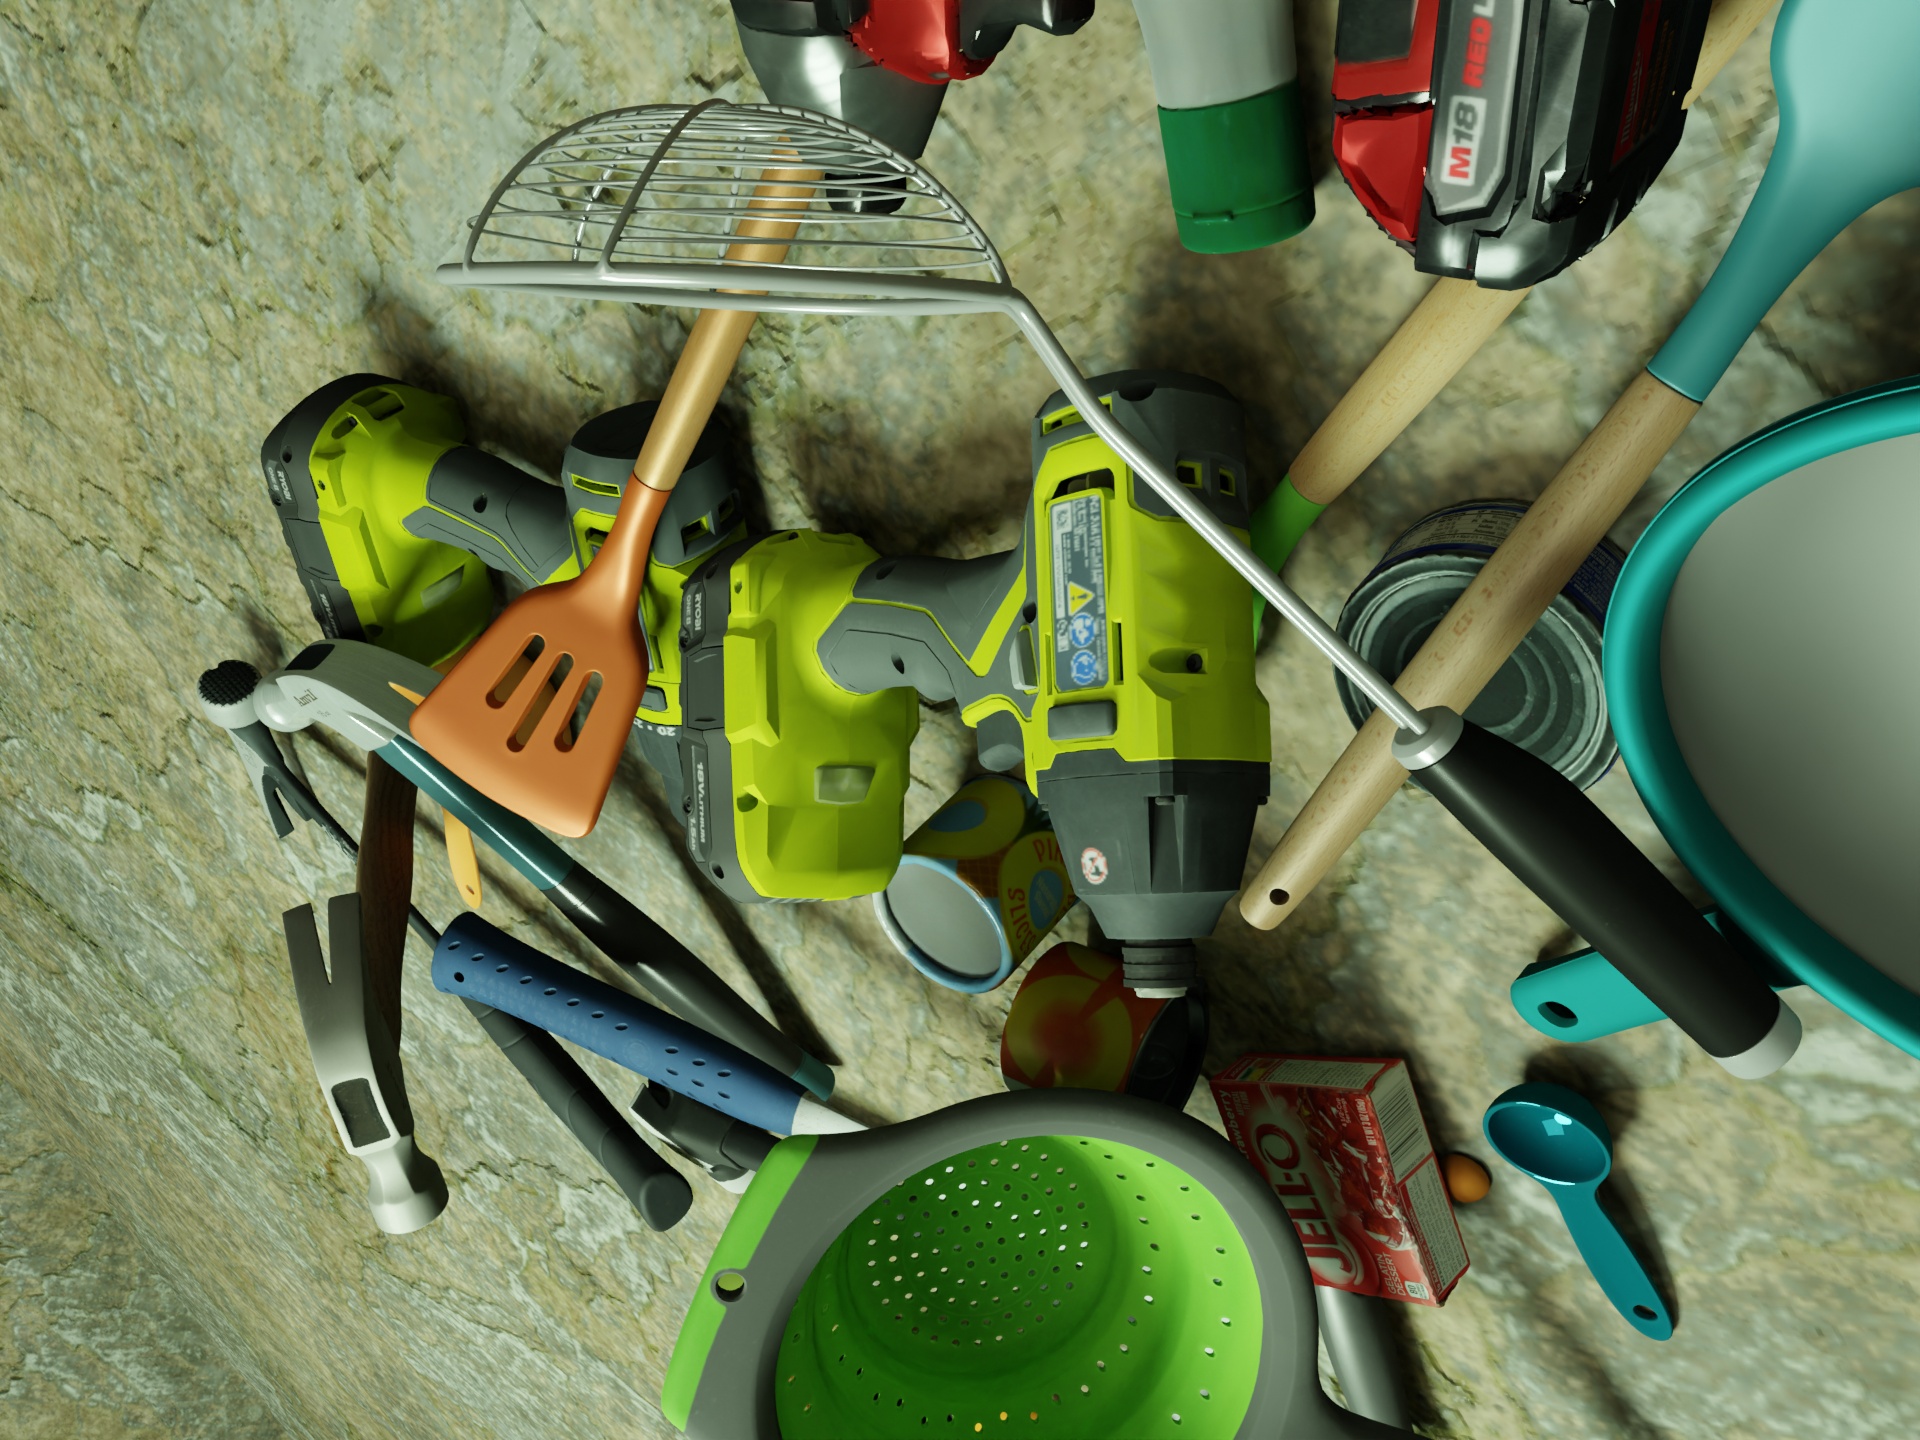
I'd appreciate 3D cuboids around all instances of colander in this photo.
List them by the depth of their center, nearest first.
[{"bbox_3d":[0.088,0.242,0.592,0.397,0.204,0.094,23,-174,-14],"label":"colander"}]

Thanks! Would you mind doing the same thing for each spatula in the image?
[{"bbox_3d":[0.151,-0.056,0.376,0.082,0.044,0.317,31,121,1],"label":"spatula"},{"bbox_3d":[-0.097,-0.098,0.532,0.081,0.041,0.322,33,120,1],"label":"spatula"}]

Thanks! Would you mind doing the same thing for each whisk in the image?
[{"bbox_3d":[0.188,0.314,0.673,0.055,0.055,0.238,-3,114,43],"label":"whisk"}]

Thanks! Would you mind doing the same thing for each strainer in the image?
[{"bbox_3d":[0.238,0.015,0.373,0.211,0.095,0.340,42,160,6],"label":"strainer"}]

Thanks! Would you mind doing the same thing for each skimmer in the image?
[{"bbox_3d":[0.047,-0.015,0.379,0.363,0.127,0.090,41,99,-8],"label":"skimmer"}]

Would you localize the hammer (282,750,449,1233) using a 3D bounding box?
[{"bbox_3d":[-0.280,0.088,0.768,0.332,0.031,0.130,-125,22,-61],"label":"hammer"}]

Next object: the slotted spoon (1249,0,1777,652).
[{"bbox_3d":[0.113,-0.080,0.439,0.070,0.031,0.313,56,140,18],"label":"slotted spoon"}]

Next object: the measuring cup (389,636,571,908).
[{"bbox_3d":[-0.242,0.030,0.822,0.095,0.052,0.173,32,139,18],"label":"measuring cup"}]

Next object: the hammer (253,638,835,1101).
[{"bbox_3d":[-0.183,0.082,0.757,0.330,0.033,0.128,46,146,-23],"label":"hammer"}]

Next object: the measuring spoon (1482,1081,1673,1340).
[{"bbox_3d":[0.222,0.168,0.552,0.042,0.021,0.128,-9,123,45],"label":"measuring spoon"}]

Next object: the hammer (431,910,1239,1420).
[{"bbox_3d":[-0.059,0.173,0.701,0.405,0.035,0.144,21,120,16],"label":"hammer"}]

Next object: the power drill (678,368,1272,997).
[{"bbox_3d":[-0.001,-0.002,0.512,0.223,0.080,0.171,-8,82,50],"label":"power drill"}]

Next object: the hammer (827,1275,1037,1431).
[{"bbox_3d":[0.016,0.353,0.803,0.127,0.034,0.337,53,153,-5],"label":"hammer"}]

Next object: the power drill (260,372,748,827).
[{"bbox_3d":[-0.179,-0.052,0.683,0.229,0.080,0.190,17,131,28],"label":"power drill"}]

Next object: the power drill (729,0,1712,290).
[{"bbox_3d":[0.038,-0.166,0.336,0.220,0.078,0.143,21,132,29],"label":"power drill"}]

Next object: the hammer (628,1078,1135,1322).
[{"bbox_3d":[-0.019,0.243,0.780,0.335,0.035,0.146,12,151,30],"label":"hammer"}]

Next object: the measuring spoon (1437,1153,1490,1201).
[{"bbox_3d":[0.150,0.177,0.619,0.117,0.011,0.021,-12,113,46],"label":"measuring spoon"}]

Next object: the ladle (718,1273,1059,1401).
[{"bbox_3d":[-0.038,0.295,0.792,0.320,0.062,0.078,-14,95,55],"label":"ladle"}]

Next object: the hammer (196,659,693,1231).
[{"bbox_3d":[-0.297,0.136,0.913,0.409,0.036,0.149,42,151,18],"label":"hammer"}]
